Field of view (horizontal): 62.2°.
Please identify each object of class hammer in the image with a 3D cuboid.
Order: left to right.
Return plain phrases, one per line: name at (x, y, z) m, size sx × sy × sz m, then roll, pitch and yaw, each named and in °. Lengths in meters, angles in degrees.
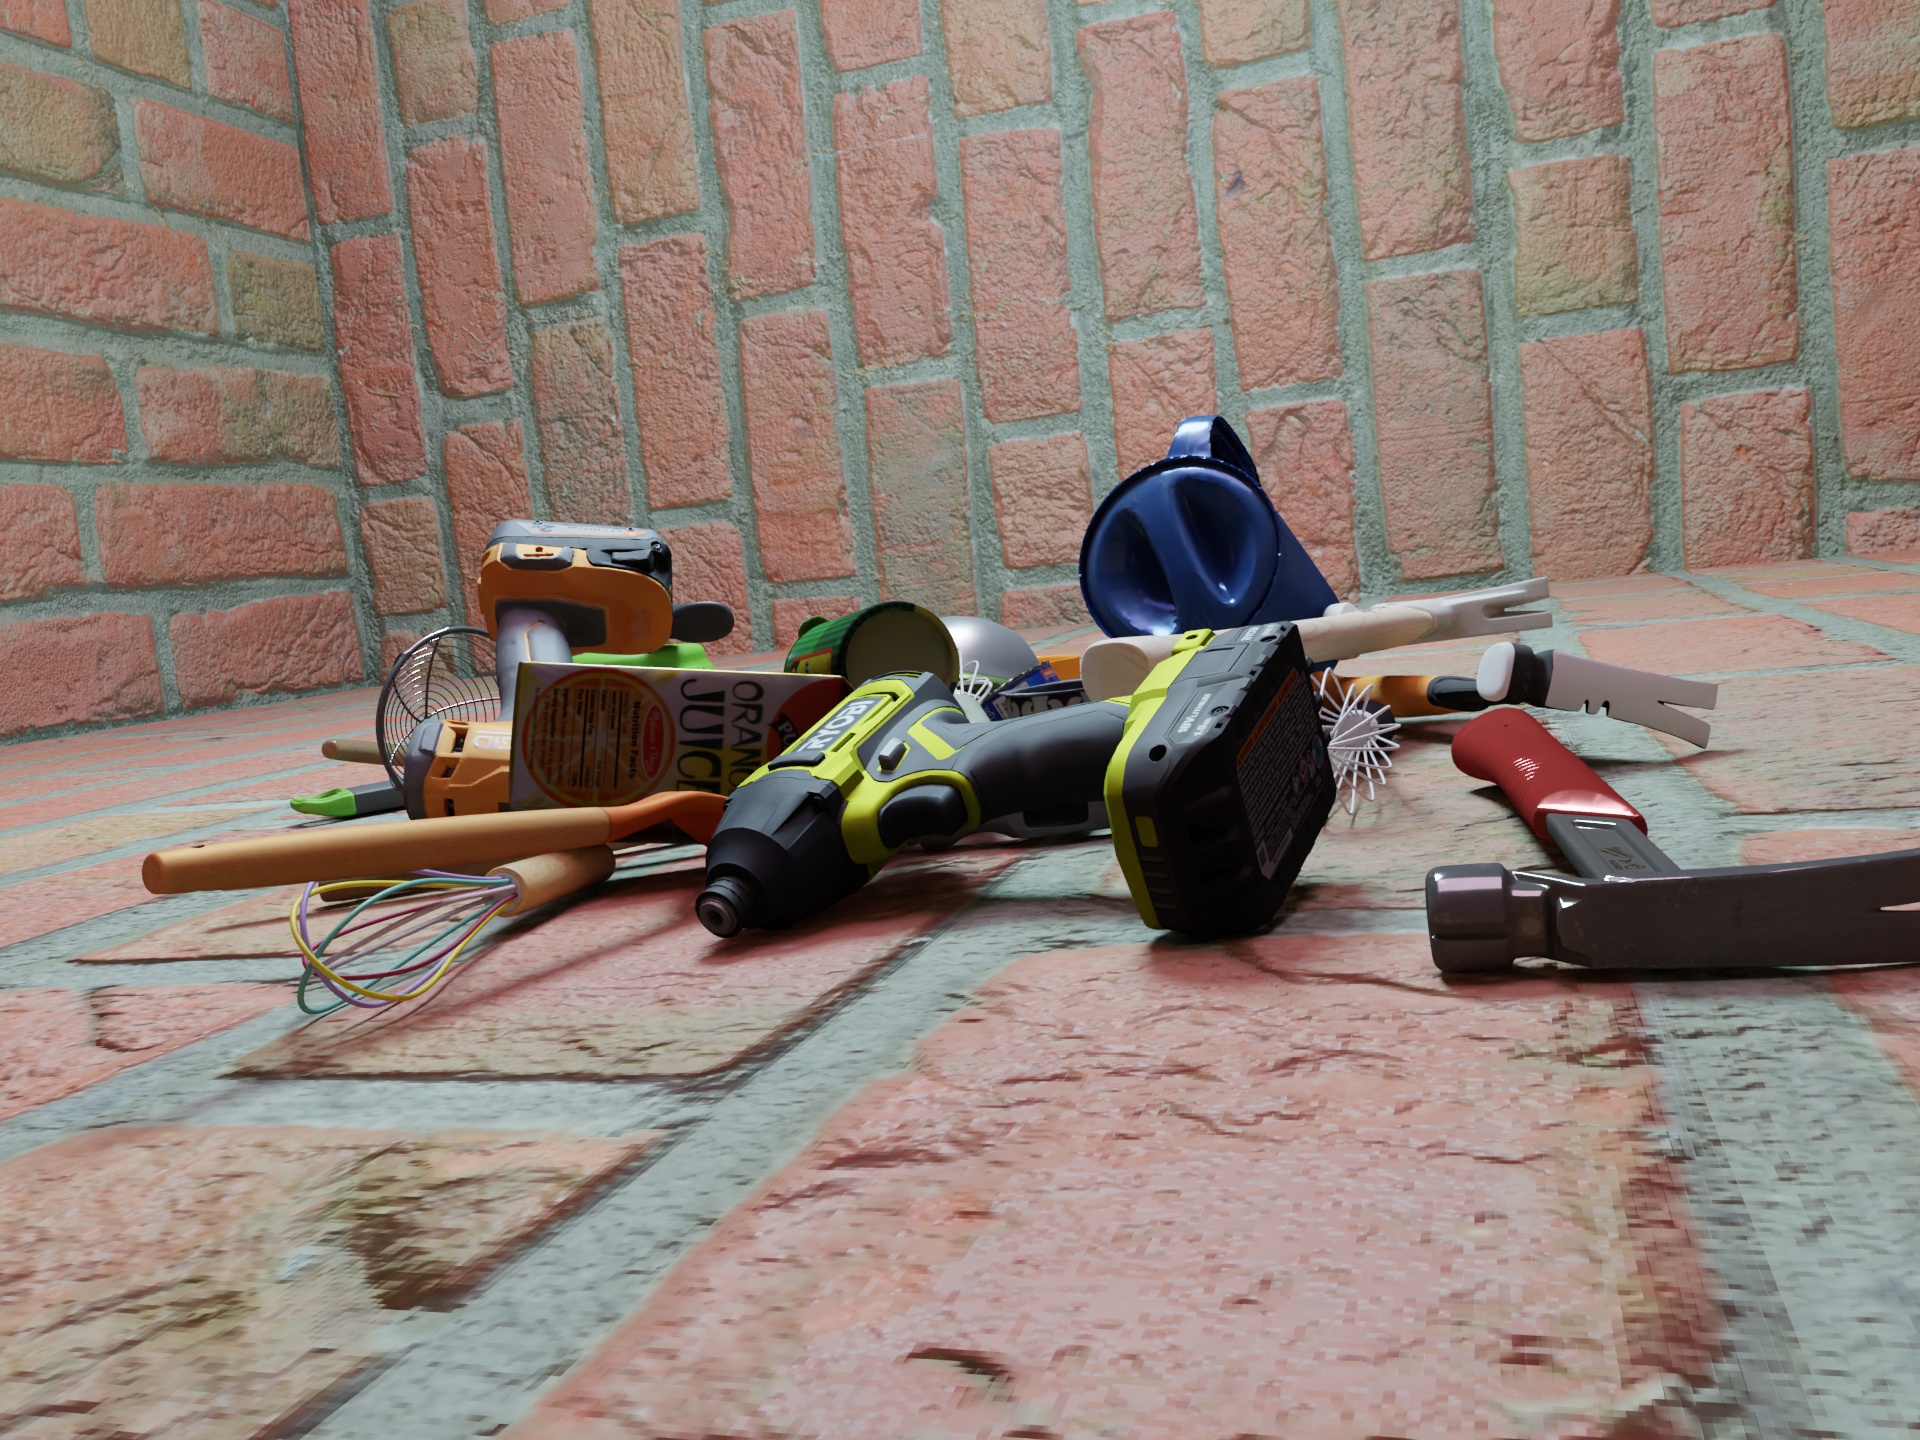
hammer at (-0.251, -0.079, 1.303) m, size 0.149 × 0.036 × 0.409 m, roll -6°, pitch 5°, yaw -23°
hammer at (0.064, 0.024, 0.900) m, size 0.128 × 0.033 × 0.331 m, roll -6°, pitch 5°, yaw 9°
hammer at (0.200, -0.046, 0.883) m, size 0.146 × 0.038 × 0.410 m, roll -7°, pitch 2°, yaw 36°
hammer at (0.297, -0.015, 0.958) m, size 0.127 × 0.034 × 0.337 m, roll 11°, pitch -2°, yaw -11°
hammer at (0.244, 0.033, 0.609) m, size 0.149 × 0.036 × 0.359 m, roll -5°, pitch 6°, yaw 13°

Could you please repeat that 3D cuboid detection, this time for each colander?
colander at (-0.320, -0.001, 1.237) m, size 0.397 × 0.094 × 0.204 m, roll -10°, pitch 7°, yaw -40°

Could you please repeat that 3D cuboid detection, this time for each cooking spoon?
cooking spoon at (-0.442, 0.028, 1.277) m, size 0.069 × 0.017 × 0.319 m, roll -8°, pitch -3°, yaw 0°

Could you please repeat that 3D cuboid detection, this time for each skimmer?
skimmer at (-0.201, 0.007, 1.079) m, size 0.363 × 0.127 × 0.090 m, roll 3°, pitch -2°, yaw -15°

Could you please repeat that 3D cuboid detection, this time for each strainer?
strainer at (-0.016, -0.053, 1.128) m, size 0.151 × 0.069 × 0.256 m, roll 3°, pitch -15°, yaw 19°

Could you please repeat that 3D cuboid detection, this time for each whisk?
whisk at (-0.194, 0.077, 0.647) m, size 0.047 × 0.051 × 0.245 m, roll 16°, pitch 5°, yaw 9°
whisk at (-0.001, -0.003, 0.868) m, size 0.058 × 0.059 × 0.246 m, roll -2°, pitch 10°, yaw -5°
whisk at (0.203, 0.006, 0.829) m, size 0.070 × 0.070 × 0.284 m, roll -4°, pitch 1°, yaw 20°

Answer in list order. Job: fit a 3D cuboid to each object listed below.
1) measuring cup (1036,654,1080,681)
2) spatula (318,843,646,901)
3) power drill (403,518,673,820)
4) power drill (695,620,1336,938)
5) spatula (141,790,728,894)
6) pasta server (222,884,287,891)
measuring cup at (0.017, -0.017, 1.284) m, size 0.173 × 0.052 × 0.095 m, roll -10°, pitch 7°, yaw -20°
spatula at (-0.174, 0.049, 0.846) m, size 0.317 × 0.044 × 0.082 m, roll -11°, pitch 35°, yaw -27°
power drill at (-0.221, -0.022, 0.965) m, size 0.185 × 0.084 × 0.226 m, roll 4°, pitch 44°, yaw -5°
power drill at (0.017, 0.030, 0.615) m, size 0.223 × 0.080 × 0.171 m, roll -6°, pitch 22°, yaw 31°
spatula at (-0.156, 0.052, 0.610) m, size 0.081 × 0.041 × 0.322 m, roll -2°, pitch 0°, yaw 32°
pasta server at (-0.201, 0.053, 0.793) m, size 0.316 × 0.060 × 0.040 m, roll -7°, pitch -16°, yaw -15°
